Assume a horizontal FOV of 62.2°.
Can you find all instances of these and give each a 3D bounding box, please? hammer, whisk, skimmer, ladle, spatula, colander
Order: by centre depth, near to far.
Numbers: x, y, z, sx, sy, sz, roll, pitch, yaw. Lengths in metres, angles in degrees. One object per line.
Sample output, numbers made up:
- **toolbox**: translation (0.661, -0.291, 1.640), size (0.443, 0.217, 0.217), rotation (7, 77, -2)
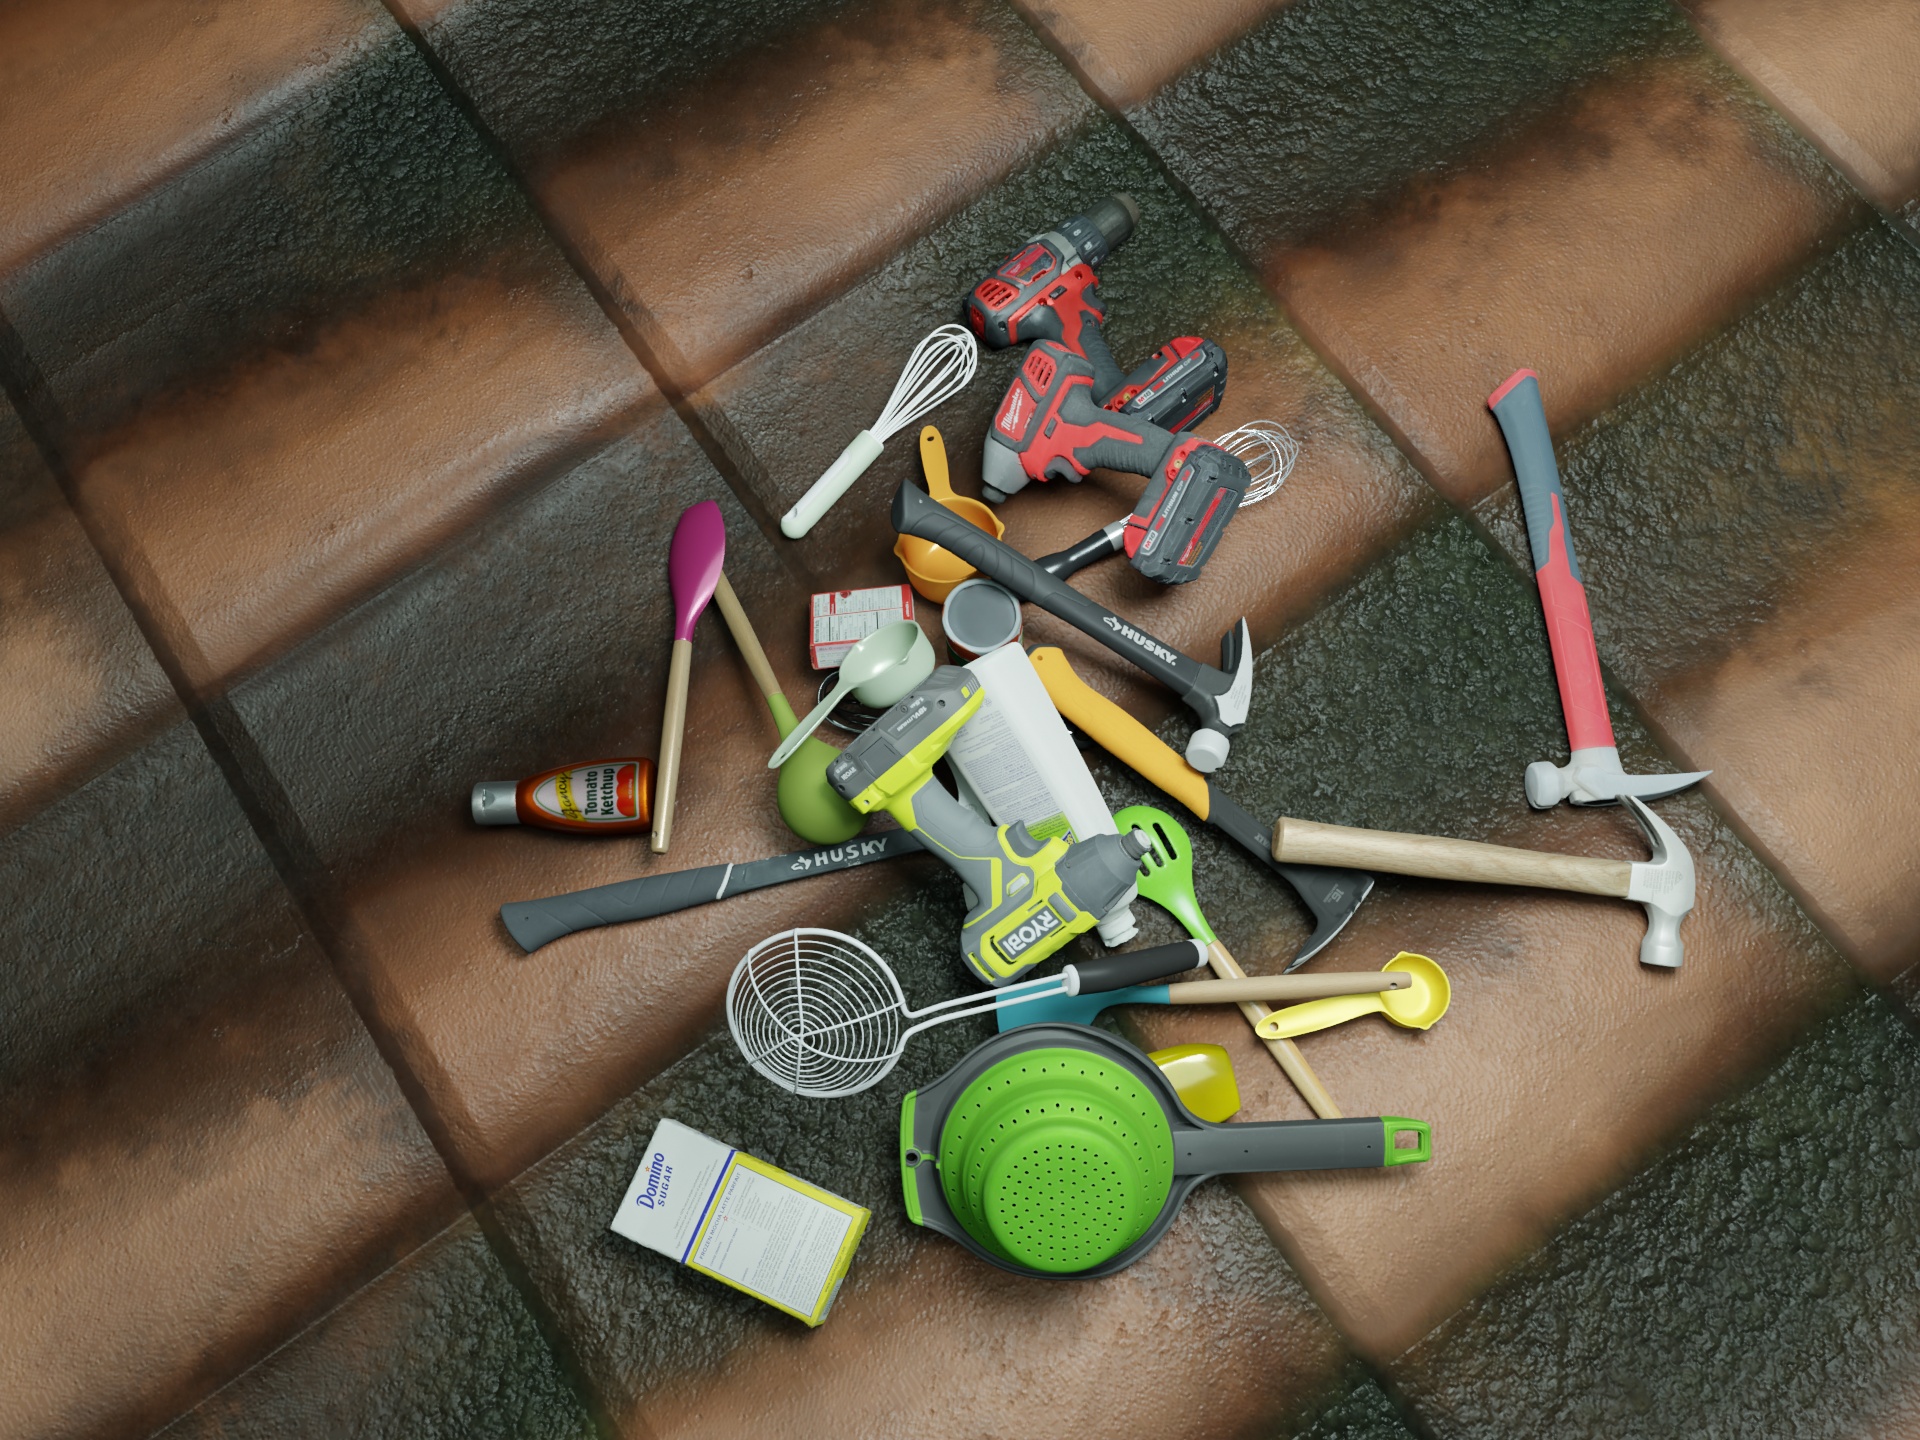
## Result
- **colander**: translation (0.153, 0.328, 1.157), size (0.397, 0.094, 0.204), rotation (-3, 98, 1)
- **skimmer**: translation (0.014, 0.190, 1.164), size (0.363, 0.090, 0.127), rotation (-7, 107, -29)
- **spatula**: translation (0.188, 0.219, 1.232), size (0.317, 0.044, 0.082), rotation (-6, 116, 8)
- **hammer**: translation (0.410, 0.109, 1.246), size (0.331, 0.031, 0.130), rotation (7, 88, -2)
- **hammer**: translation (0.175, 0.056, 1.285), size (0.337, 0.034, 0.127), rotation (39, 63, 11)
- **hammer**: translation (0.091, -0.097, 1.288), size (0.334, 0.035, 0.146), rotation (31, 52, -5)
- **hammer**: translation (-0.174, 0.122, 1.303), size (0.409, 0.036, 0.149), rotation (-12, 72, -1)
- **whisk**: translation (-0.002, -0.005, 1.330), size (0.239, 0.055, 0.055), rotation (9, 74, 1)
- **ladle**: translation (-0.161, -0.032, 1.331), size (0.078, 0.062, 0.320), rotation (-29, 60, -1)
- **hammer**: translation (0.520, -0.119, 1.340), size (0.143, 0.038, 0.386), rotation (-4, 73, 0)
- **whisk**: translation (0.162, -0.175, 1.369), size (0.284, 0.070, 0.070), rotation (-28, 74, 0)
- **whisk**: translation (-0.072, -0.254, 1.407), size (0.246, 0.059, 0.058), rotation (-48, 39, -7)

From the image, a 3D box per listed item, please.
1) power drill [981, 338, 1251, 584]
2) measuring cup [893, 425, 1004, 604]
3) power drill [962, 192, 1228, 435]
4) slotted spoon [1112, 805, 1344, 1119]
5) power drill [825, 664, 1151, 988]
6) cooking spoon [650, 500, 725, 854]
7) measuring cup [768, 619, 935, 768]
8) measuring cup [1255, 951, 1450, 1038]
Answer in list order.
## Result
- **power drill**: translation (0.115, -0.207, 1.313), size (0.220, 0.078, 0.143), rotation (37, 109, 26)
- **measuring cup**: translation (-0.012, -0.177, 1.381), size (0.095, 0.052, 0.174), rotation (-12, 58, 4)
- **power drill**: translation (0.137, -0.355, 1.413), size (0.188, 0.080, 0.227), rotation (-40, 72, -9)
- **slotted spoon**: translation (0.215, 0.199, 1.266), size (0.070, 0.031, 0.314), rotation (-32, 76, -8)
- **power drill**: translation (0.022, 0.074, 1.207), size (0.171, 0.080, 0.223), rotation (-40, 94, 23)
- **cooking spoon**: translation (-0.237, -0.042, 1.342), size (0.069, 0.017, 0.319), rotation (-12, 66, 34)
- **measuring cup**: translation (-0.086, -0.011, 1.265), size (0.167, 0.083, 0.038), rotation (-47, 121, -17)
- **measuring cup**: translation (0.306, 0.226, 1.249), size (0.156, 0.029, 0.062), rotation (-14, 73, -2)
